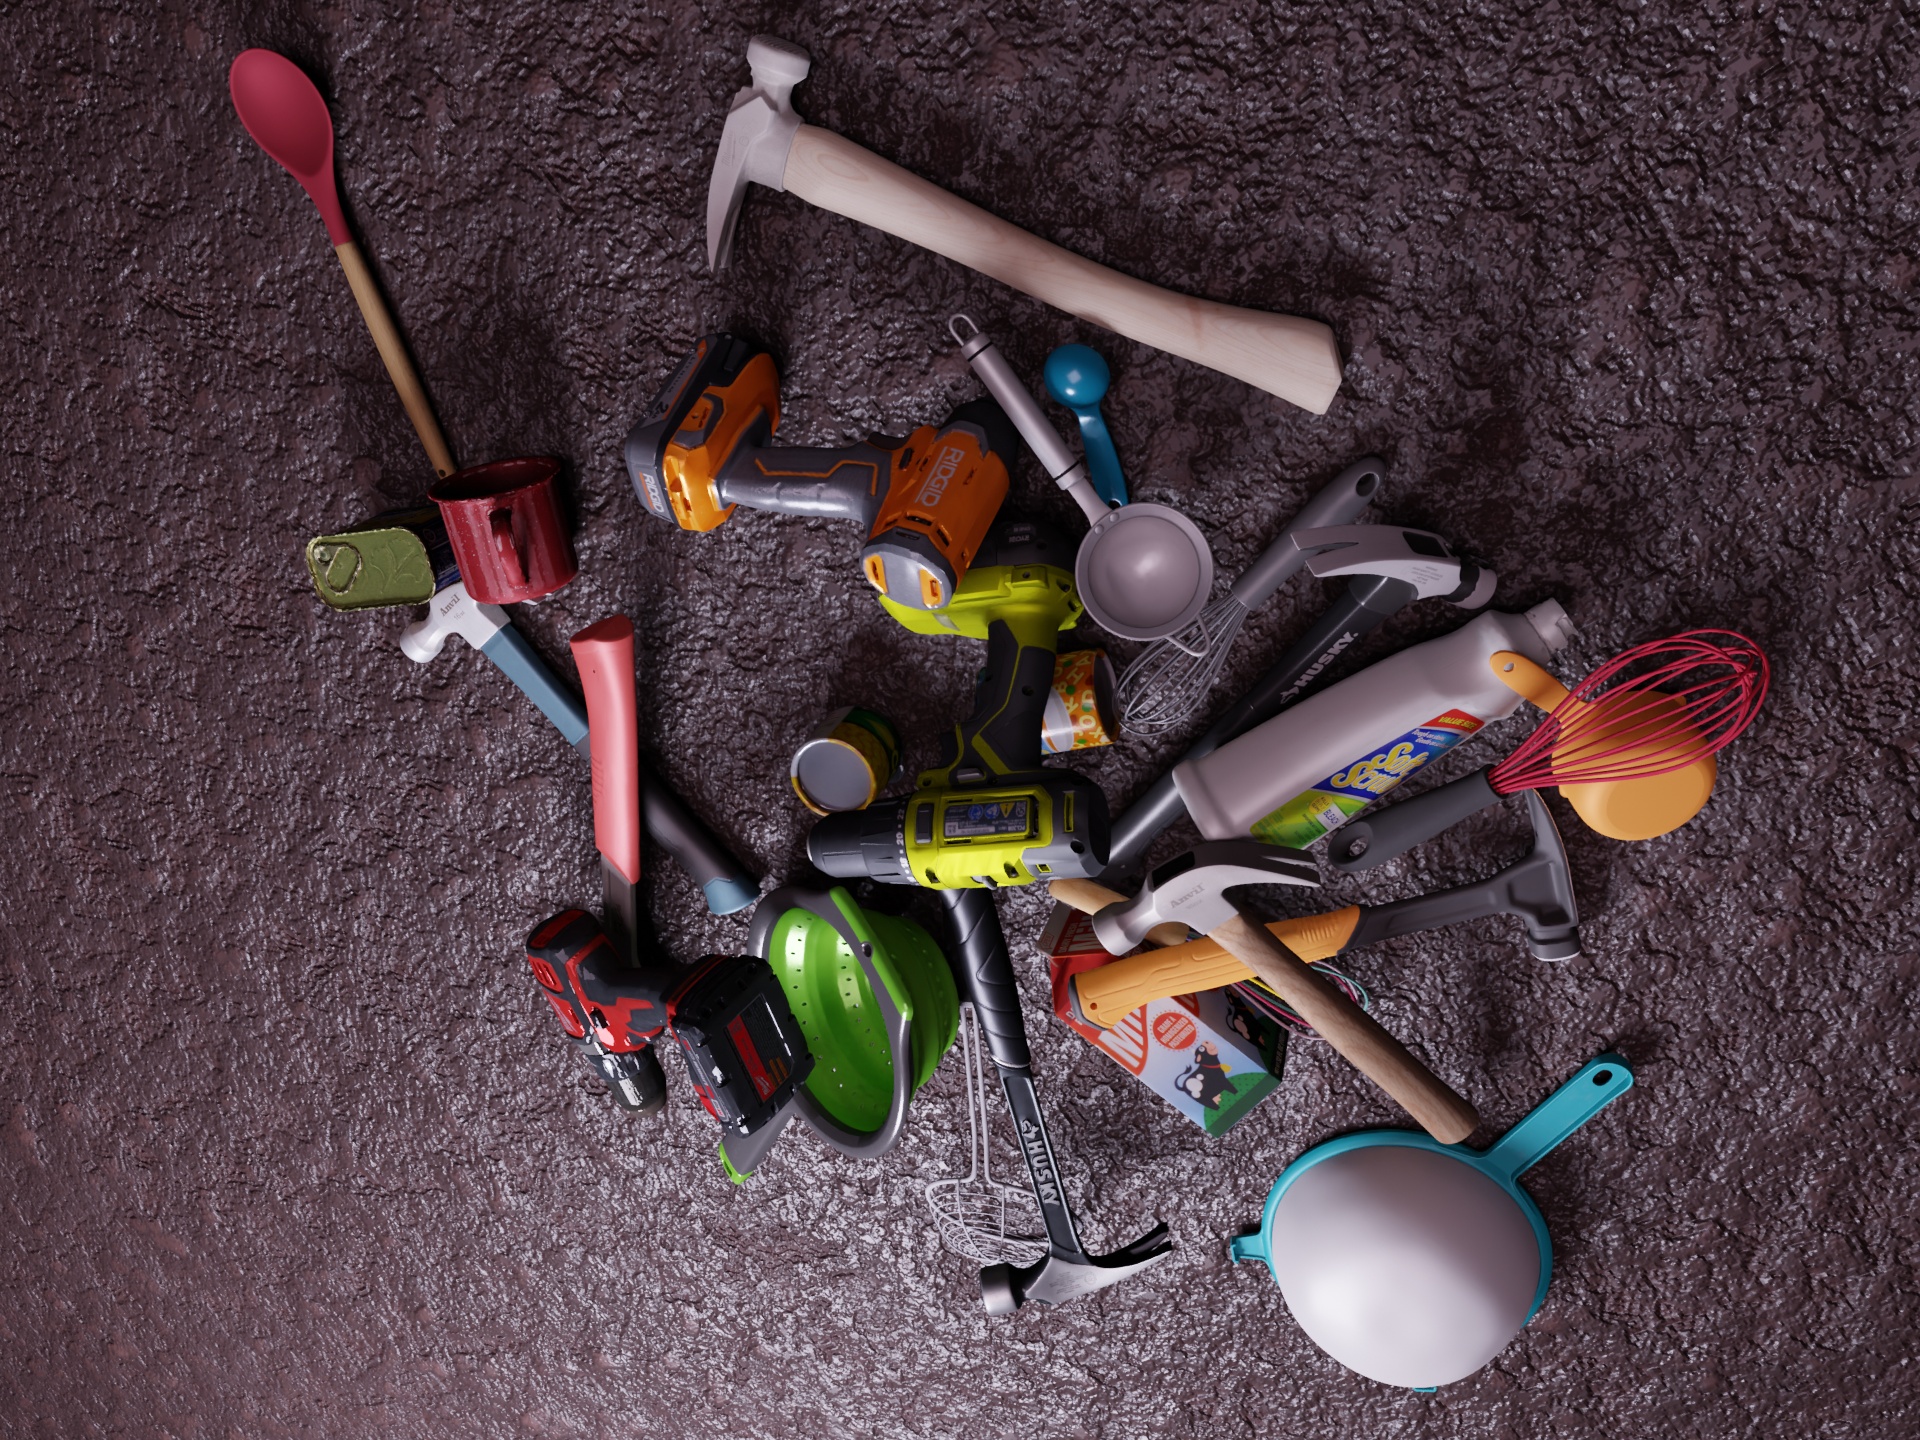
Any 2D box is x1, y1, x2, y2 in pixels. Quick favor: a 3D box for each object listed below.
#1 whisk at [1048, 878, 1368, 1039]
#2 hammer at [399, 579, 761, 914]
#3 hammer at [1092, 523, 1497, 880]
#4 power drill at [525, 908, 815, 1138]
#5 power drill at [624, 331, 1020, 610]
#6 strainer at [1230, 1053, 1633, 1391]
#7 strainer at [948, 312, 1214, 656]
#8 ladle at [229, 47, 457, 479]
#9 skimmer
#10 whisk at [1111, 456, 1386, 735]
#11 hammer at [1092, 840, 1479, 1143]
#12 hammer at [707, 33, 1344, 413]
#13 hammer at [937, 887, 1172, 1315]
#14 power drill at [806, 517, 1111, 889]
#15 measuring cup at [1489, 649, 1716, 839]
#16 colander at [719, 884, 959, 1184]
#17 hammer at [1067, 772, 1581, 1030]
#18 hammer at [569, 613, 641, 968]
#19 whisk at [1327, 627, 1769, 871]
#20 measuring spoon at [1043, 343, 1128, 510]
[{"bbox_3d":[0.175,0.161,1.105,0.245,0.047,0.051,24,137,-2],"label":"whisk"},{"bbox_3d":[-0.277,0.022,1.213,0.128,0.033,0.331,-38,98,28],"label":"hammer"},{"bbox_3d":[0.182,-0.001,1.028,0.146,0.035,0.334,10,135,-36],"label":"hammer"},{"bbox_3d":[-0.217,0.240,1.190,0.227,0.080,0.187,6,126,41],"label":"power drill"},{"bbox_3d":[-0.078,-0.171,1.012,0.226,0.164,0.084,19,150,16],"label":"power drill"},{"bbox_3d":[0.354,0.366,1.129,0.211,0.095,0.340,36,120,0],"label":"strainer"},{"bbox_3d":[0.074,-0.147,0.989,0.087,0.050,0.258,-37,98,2],"label":"strainer"},{"bbox_3d":[-0.421,-0.310,1.117,0.069,0.031,0.315,-11,111,24],"label":"ladle"},{"bbox_3d":[0.021,0.262,1.227,0.127,0.090,0.363,-1,102,23],"label":"skimmer"},{"bbox_3d":[0.184,-0.077,1.018,0.055,0.055,0.239,42,113,-3],"label":"whisk"},{"bbox_3d":[0.240,0.186,1.037,0.130,0.031,0.331,-37,119,24],"label":"hammer"},{"bbox_3d":[0.037,-0.275,0.983,0.410,0.038,0.146,25,119,6],"label":"hammer"},{"bbox_3d":[0.045,0.252,1.121,0.149,0.036,0.408,-13,114,4],"label":"hammer"},{"bbox_3d":[-0.002,-0.003,1.013,0.190,0.080,0.229,-5,68,21],"label":"power drill"},{"bbox_3d":[0.381,0.013,0.953,0.173,0.052,0.095,29,119,-27],"label":"measuring cup"},{"bbox_3d":[-0.097,0.257,1.229,0.205,0.094,0.397,57,141,22],"label":"colander"},{"bbox_3d":[0.233,0.138,1.055,0.337,0.034,0.127,-16,108,7],"label":"hammer"},{"bbox_3d":[-0.248,0.081,1.185,0.149,0.037,0.358,19,129,15],"label":"hammer"},{"bbox_3d":[0.328,0.029,0.926,0.073,0.073,0.296,49,134,-7],"label":"whisk"},{"bbox_3d":[0.083,-0.175,1.003,0.042,0.021,0.128,-3,127,26],"label":"measuring spoon"}]
